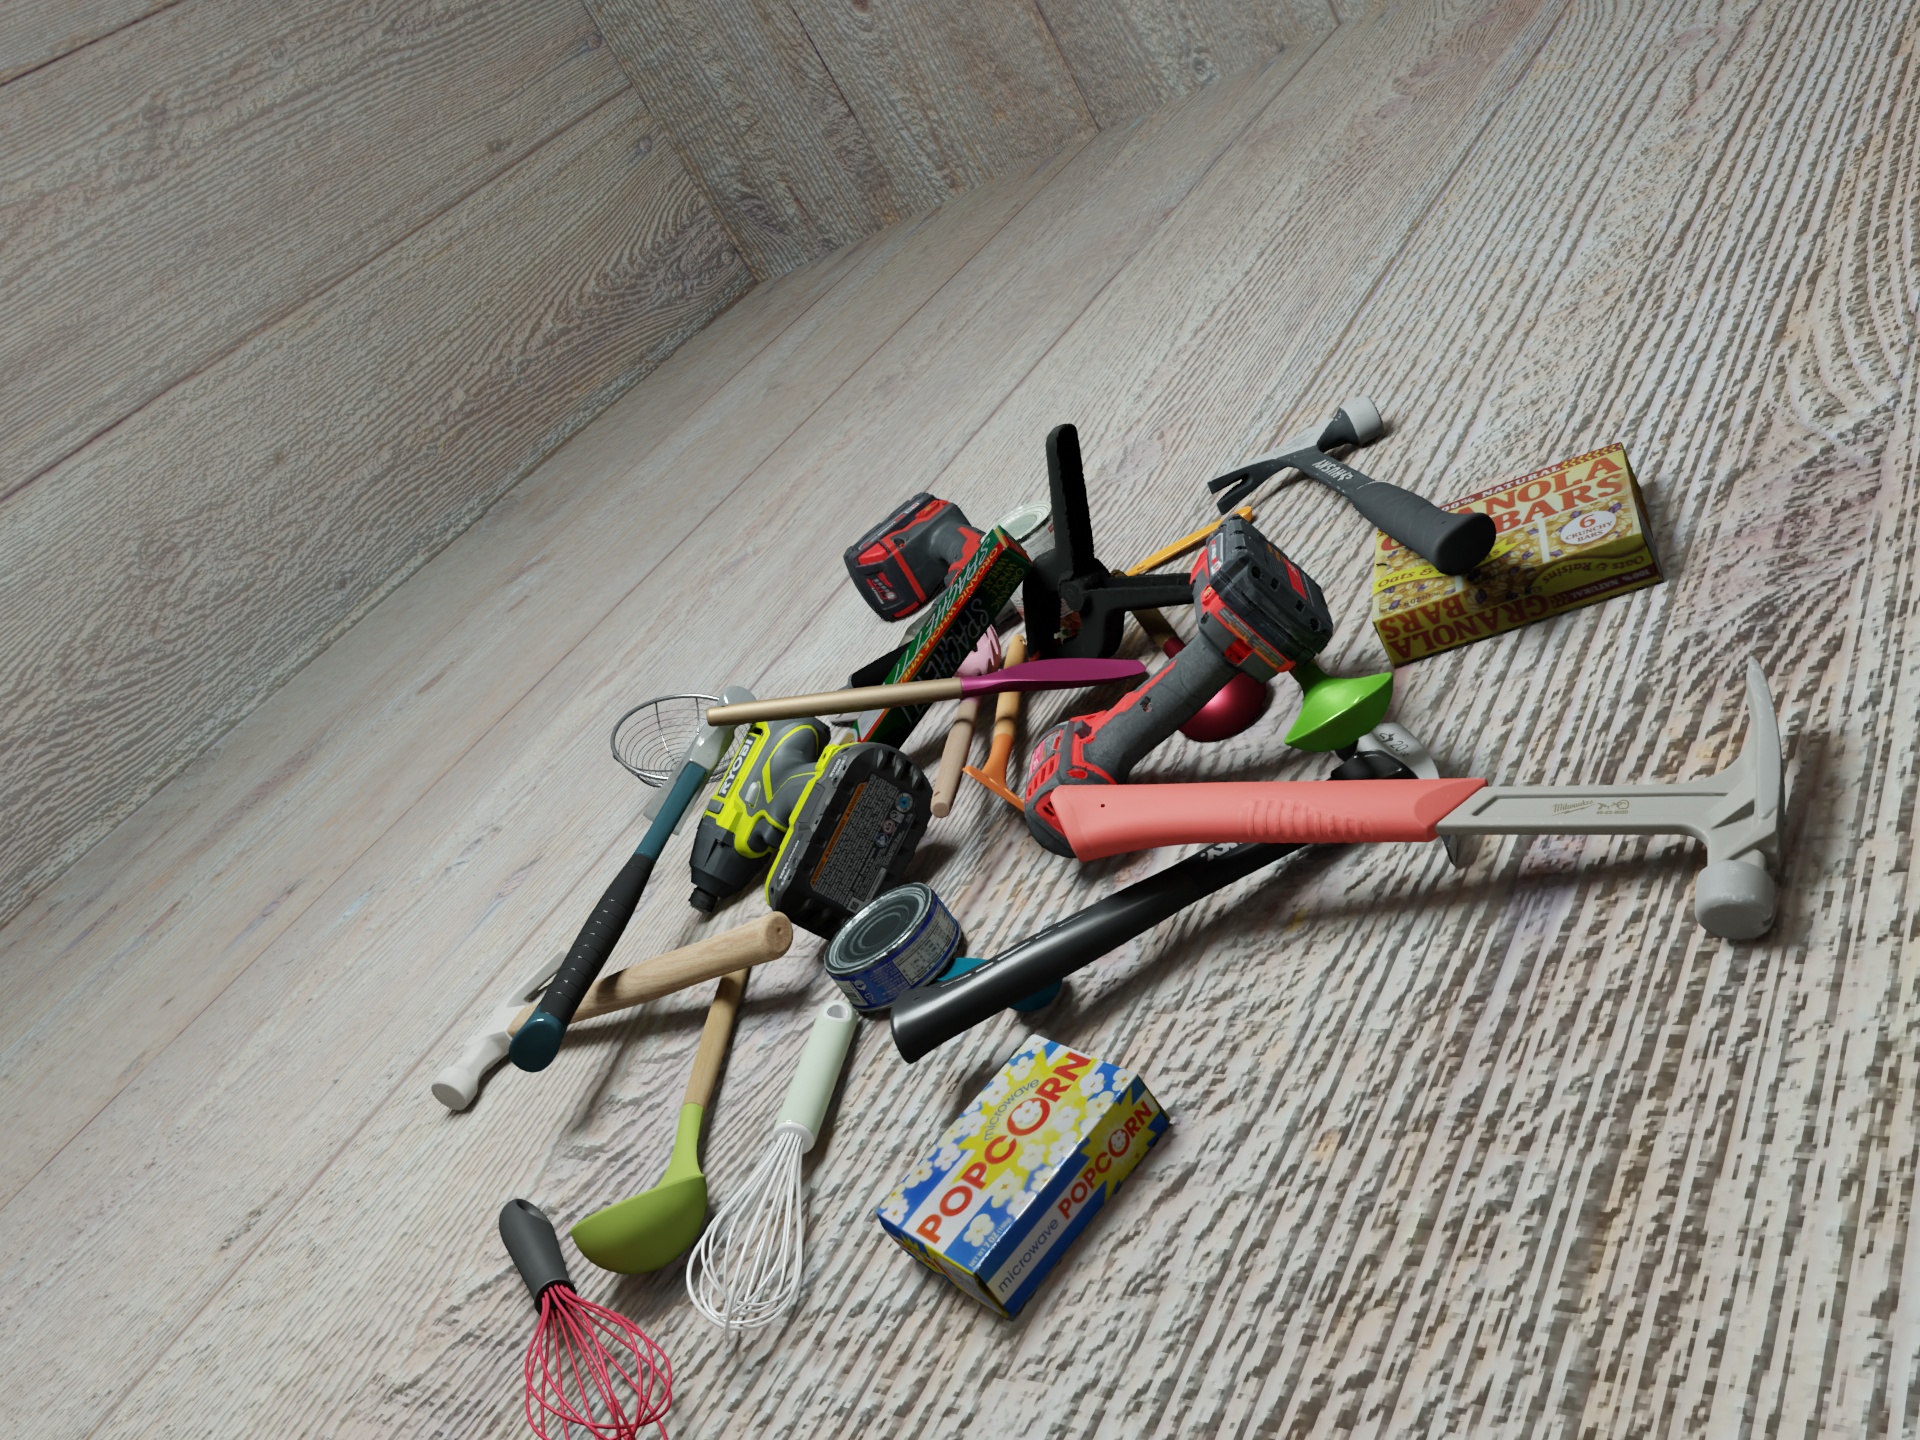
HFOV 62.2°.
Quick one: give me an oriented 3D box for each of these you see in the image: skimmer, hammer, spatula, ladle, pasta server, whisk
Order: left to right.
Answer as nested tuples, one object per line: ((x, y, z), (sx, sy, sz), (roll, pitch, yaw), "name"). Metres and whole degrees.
((-0.216, 0.324, 0.866), (0.073, 0.073, 0.296), (-40, 21, -16), "whisk")
((-0.241, 0.190, 1.127), (0.331, 0.031, 0.130), (-23, 23, 35), "hammer")
((-0.238, 0.114, 1.153), (0.128, 0.033, 0.331), (-50, 12, 41), "hammer")
((-0.171, 0.220, 1.002), (0.078, 0.062, 0.320), (-29, 22, 17), "ladle")
((-0.149, -0.030, 1.354), (0.363, 0.090, 0.127), (-26, 22, 34), "skimmer")
((-0.096, 0.241, 0.892), (0.058, 0.059, 0.246), (11, 31, 5), "whisk")
((-0.002, -0.004, 1.181), (0.060, 0.040, 0.316), (-36, 13, 18), "pasta server")
((0.039, -0.001, 1.168), (0.041, 0.081, 0.323), (-50, 12, 24), "spatula")
((0.113, 0.098, 0.874), (0.335, 0.035, 0.146), (-28, 24, -4), "hammer")
((0.152, -0.063, 1.175), (0.069, 0.031, 0.316), (-35, 23, 6), "ladle")
((0.278, -0.159, 1.112), (0.149, 0.036, 0.409), (-26, 17, 6), "hammer")
((0.215, 0.039, 0.805), (0.359, 0.036, 0.149), (-2, 45, 30), "hammer")

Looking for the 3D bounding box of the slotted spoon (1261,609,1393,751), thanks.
((0.214, -0.037, 0.994), (0.070, 0.031, 0.314), (-34, 13, 11), "slotted spoon")

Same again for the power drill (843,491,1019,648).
((-0.018, -0.124, 1.432), (0.188, 0.080, 0.227), (-41, 29, -17), "power drill")

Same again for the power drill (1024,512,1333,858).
((0.127, -0.019, 1.003), (0.219, 0.078, 0.143), (-47, 9, 20), "power drill")

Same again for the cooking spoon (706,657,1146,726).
((-0.025, -0.020, 1.151), (0.319, 0.017, 0.069), (-6, 16, -2), "cooking spoon")

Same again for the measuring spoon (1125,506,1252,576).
((0.187, -0.143, 1.300), (0.117, 0.011, 0.021), (-27, 20, 20), "measuring spoon")

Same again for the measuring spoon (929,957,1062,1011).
((0.020, 0.156, 0.946), (0.042, 0.021, 0.128), (-44, 18, -28), "measuring spoon")

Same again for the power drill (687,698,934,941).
((-0.122, 0.078, 1.155), (0.223, 0.080, 0.171), (12, 73, 60), "power drill")

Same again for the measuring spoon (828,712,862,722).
((-0.078, -0.002, 1.352), (0.034, 0.018, 0.124), (-45, 21, -25), "measuring spoon")
